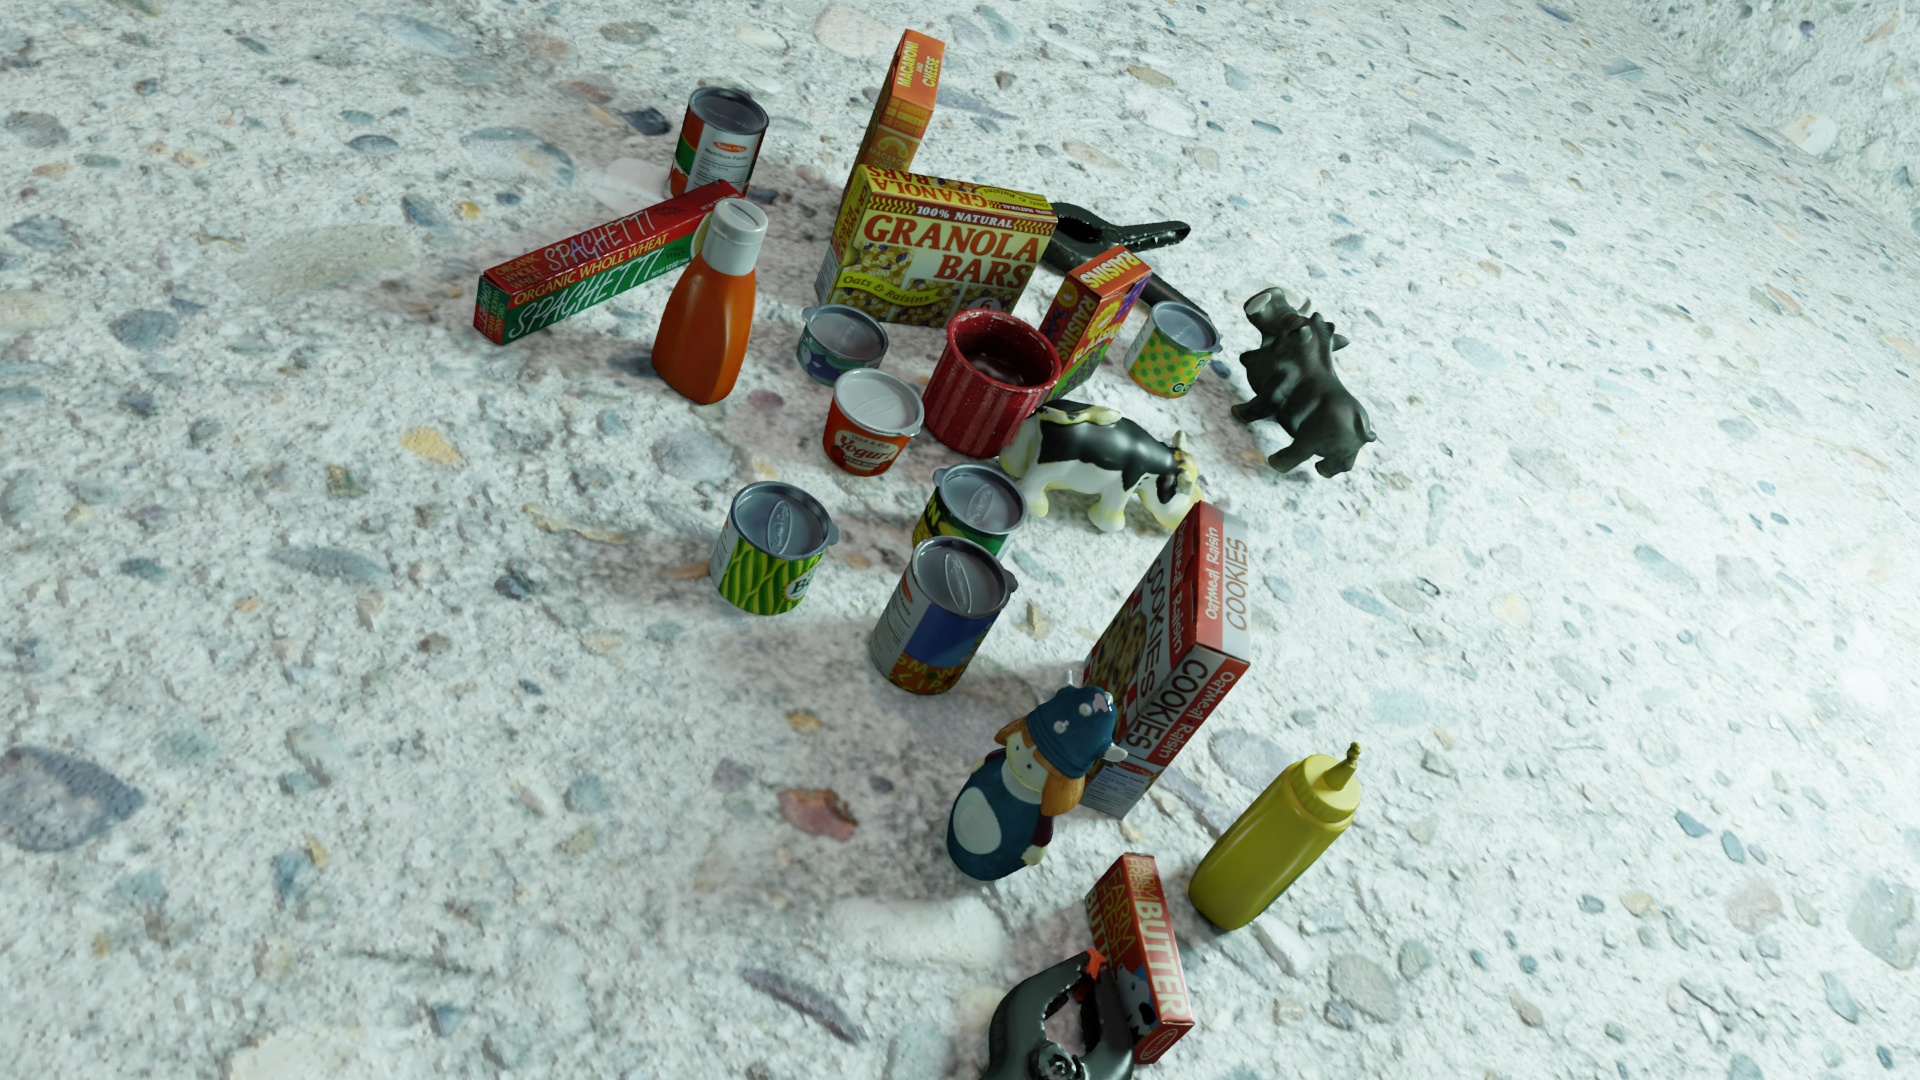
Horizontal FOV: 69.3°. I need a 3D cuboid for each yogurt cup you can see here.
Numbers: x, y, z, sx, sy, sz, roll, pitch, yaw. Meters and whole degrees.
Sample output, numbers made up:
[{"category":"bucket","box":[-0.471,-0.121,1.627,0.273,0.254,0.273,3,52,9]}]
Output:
[{"category":"yogurt cup","box":[-0.067,-0.084,1.006,0.072,0.053,0.073,15,43,-15]}]

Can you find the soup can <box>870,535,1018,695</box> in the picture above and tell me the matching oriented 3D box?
[{"category":"soup can","box":[-0.012,0.049,0.883,0.071,0.083,0.072,15,43,-15]}]

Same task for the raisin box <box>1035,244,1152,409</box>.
[{"category":"raisin box","box":[0.097,-0.172,1.130,0.040,0.122,0.086,41,43,13]}]

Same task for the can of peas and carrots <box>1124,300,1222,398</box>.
[{"category":"can of peas and carrots","box":[0.187,-0.166,1.220,0.071,0.058,0.071,15,43,-15]}]

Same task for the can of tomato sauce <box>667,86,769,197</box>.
[{"category":"can of tomato sauce","box":[-0.201,-0.322,1.148,0.071,0.082,0.071,15,43,-15]}]

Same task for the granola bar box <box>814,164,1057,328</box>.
[{"category":"granola bar box","box":[-0.020,-0.232,1.125,0.166,0.123,0.039,2,48,-27]}]

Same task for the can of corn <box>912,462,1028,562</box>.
[{"category":"can of corn","box":[0.003,-0.012,0.970,0.071,0.058,0.071,15,43,-15]}]

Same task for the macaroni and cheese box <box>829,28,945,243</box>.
[{"category":"macaroni and cheese box","box":[-0.064,-0.324,1.162,0.040,0.165,0.124,18,43,-12]}]

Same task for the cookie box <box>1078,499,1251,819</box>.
[{"category":"cookie box","box":[0.124,0.075,0.866,0.040,0.166,0.123,21,42,-9]}]

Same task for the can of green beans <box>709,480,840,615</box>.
[{"category":"can of green beans","box":[-0.121,0.005,0.886,0.071,0.057,0.071,15,43,-15]}]

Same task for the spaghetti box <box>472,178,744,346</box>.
[{"category":"spaghetti box","box":[-0.255,-0.211,1.034,0.029,0.050,0.251,38,43,11]}]

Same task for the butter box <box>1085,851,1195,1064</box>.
[{"category":"butter box","box":[0.099,0.234,0.782,0.024,0.052,0.104,10,45,-20]}]

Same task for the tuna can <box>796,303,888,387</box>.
[{"category":"tuna can","box":[-0.094,-0.151,1.074,0.071,0.032,0.071,15,43,-15]}]

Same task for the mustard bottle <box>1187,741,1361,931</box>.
[{"category":"mustard bottle","box":[0.192,0.169,0.815,0.049,0.159,0.065,41,43,13]}]

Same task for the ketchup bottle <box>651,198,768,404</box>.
[{"category":"ketchup bottle","box":[-0.170,-0.166,0.961,0.065,0.148,0.044,38,43,11]}]
